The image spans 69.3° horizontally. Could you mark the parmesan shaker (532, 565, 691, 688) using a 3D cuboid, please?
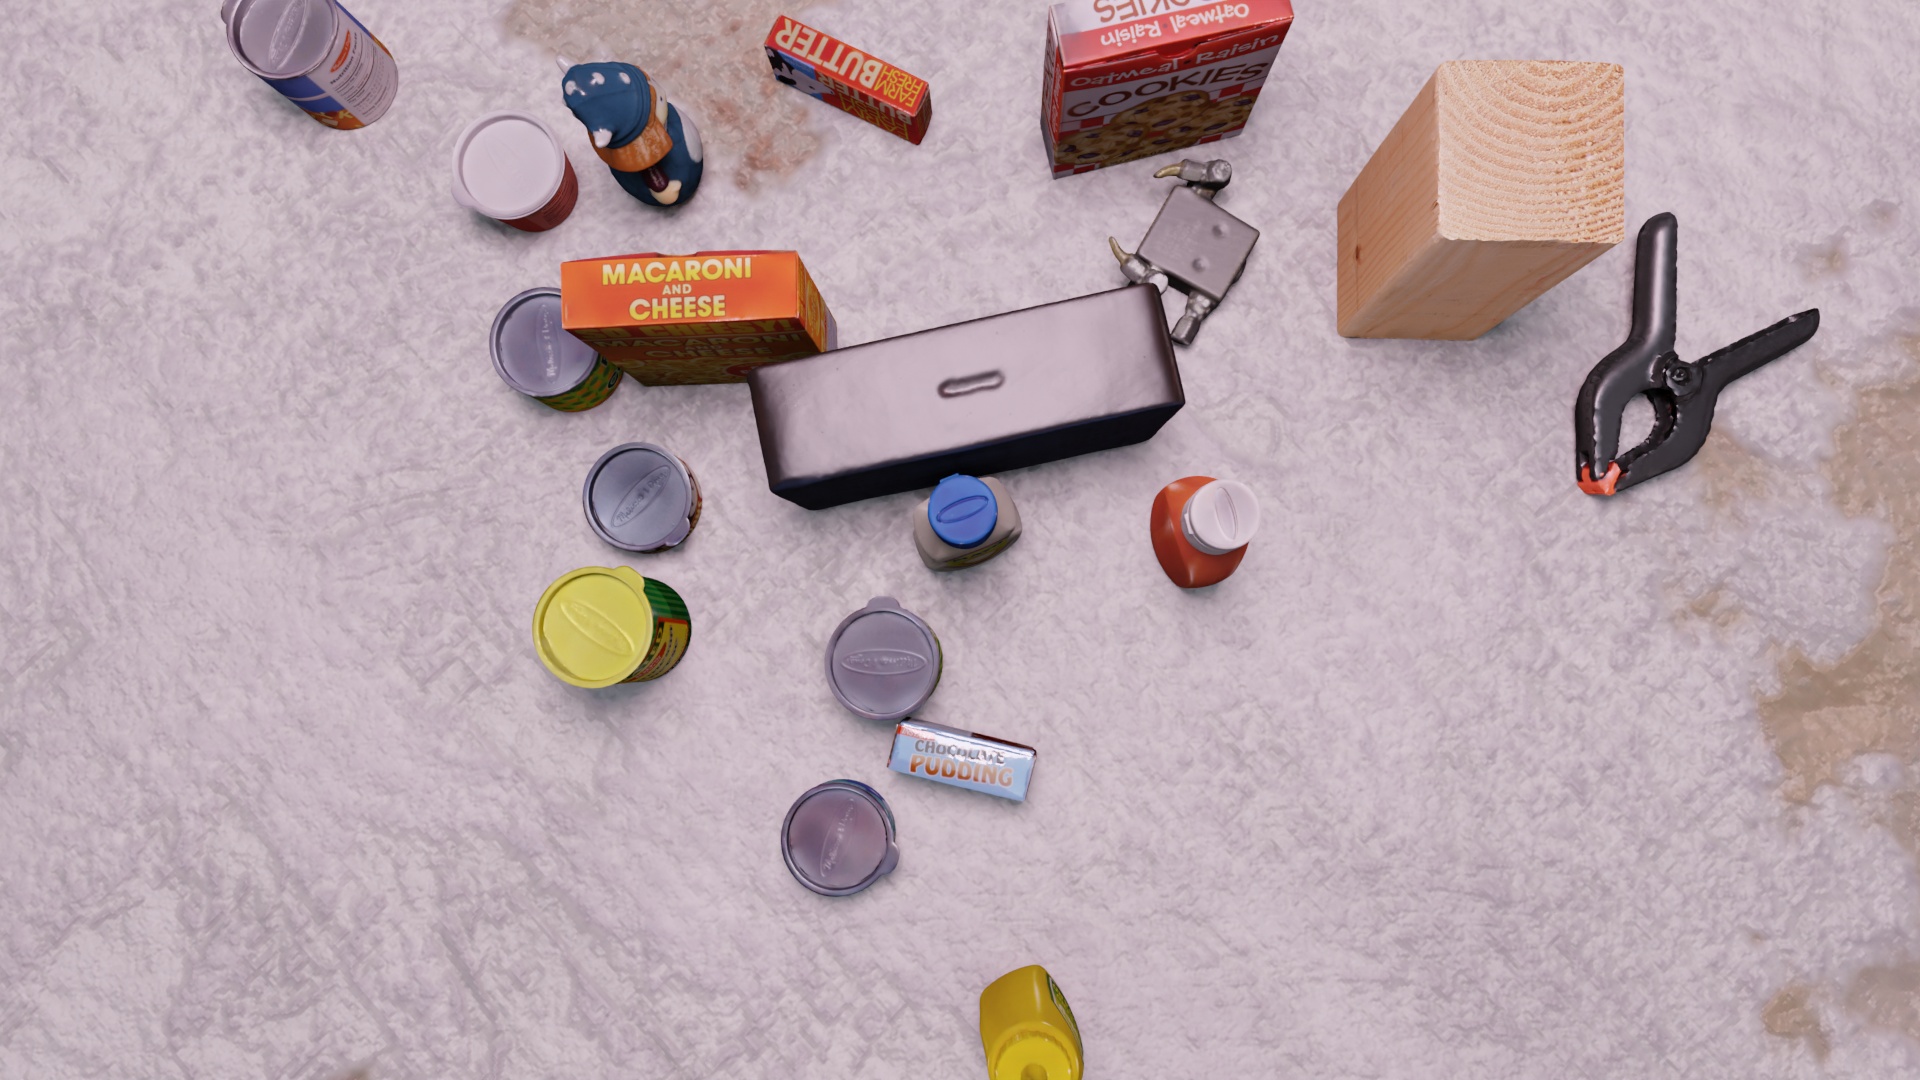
[{"bbox_3d":[-0.196,0.049,0.804,0.071,0.103,0.071,0,85,2],"label":"parmesan shaker"}]

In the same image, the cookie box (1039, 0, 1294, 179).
[{"bbox_3d":[0.111,-0.263,0.791,0.123,0.167,0.040,-13,85,1],"label":"cookie box"}]

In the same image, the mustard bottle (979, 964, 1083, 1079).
[{"bbox_3d":[0.040,0.275,0.749,0.049,0.160,0.065,-27,85,0],"label":"mustard bottle"}]

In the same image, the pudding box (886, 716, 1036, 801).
[{"bbox_3d":[0.002,0.128,0.818,0.084,0.049,0.030,13,86,3],"label":"pudding box"}]

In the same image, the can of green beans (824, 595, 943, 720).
[{"bbox_3d":[-0.044,0.072,0.820,0.071,0.058,0.071,0,85,2],"label":"can of green beans"}]

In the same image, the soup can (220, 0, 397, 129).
[{"bbox_3d":[-0.396,-0.298,0.850,0.071,0.083,0.071,0,85,2],"label":"soup can"}]

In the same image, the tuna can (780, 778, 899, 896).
[{"bbox_3d":[-0.069,0.176,0.825,0.071,0.033,0.071,0,85,2],"label":"tuna can"}]

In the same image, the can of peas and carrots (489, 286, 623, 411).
[{"bbox_3d":[-0.240,-0.115,0.842,0.071,0.058,0.071,0,85,2],"label":"can of peas and carrots"}]

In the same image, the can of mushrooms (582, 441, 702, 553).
[{"bbox_3d":[-0.191,-0.023,0.845,0.071,0.033,0.071,0,85,2],"label":"can of mushrooms"}]

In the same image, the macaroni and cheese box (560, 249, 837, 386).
[{"bbox_3d":[-0.141,-0.123,0.786,0.124,0.166,0.040,-2,86,1],"label":"macaroni and cheese box"}]

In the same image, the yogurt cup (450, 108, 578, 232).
[{"bbox_3d":[-0.270,-0.224,0.855,0.072,0.054,0.072,0,85,2],"label":"yogurt cup"}]

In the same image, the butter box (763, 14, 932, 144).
[{"bbox_3d":[-0.067,-0.283,0.855,0.103,0.053,0.024,26,87,4],"label":"butter box"}]

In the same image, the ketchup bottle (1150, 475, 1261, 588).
[{"bbox_3d":[0.136,-0.007,0.777,0.043,0.148,0.065,-14,85,1],"label":"ketchup bottle"}]

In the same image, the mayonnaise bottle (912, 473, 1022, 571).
[{"bbox_3d":[0.003,-0.010,0.781,0.065,0.148,0.041,-22,85,0],"label":"mayonnaise bottle"}]
